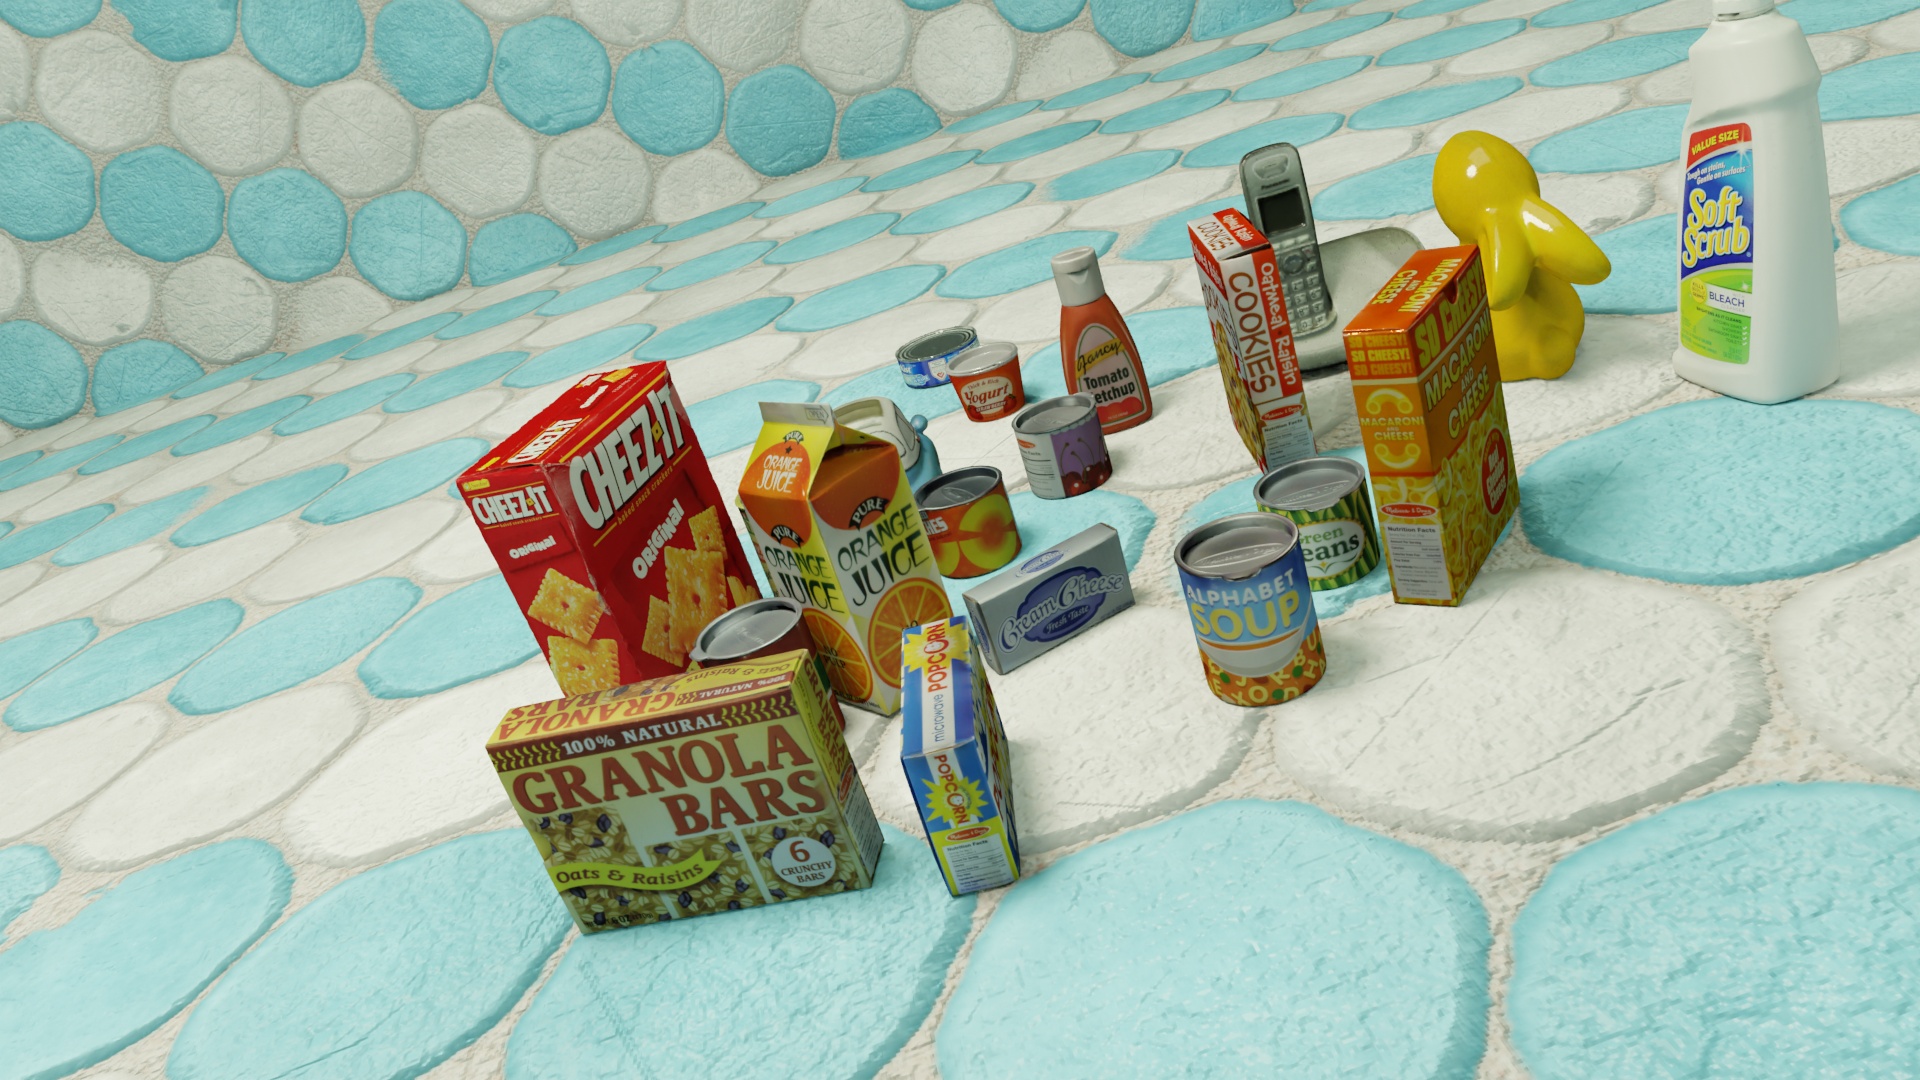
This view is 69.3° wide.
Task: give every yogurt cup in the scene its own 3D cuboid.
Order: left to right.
[{"bbox_3d":[0.025,-0.142,1.252,0.072,0.053,0.073,-15,24,7],"label":"yogurt cup"}]

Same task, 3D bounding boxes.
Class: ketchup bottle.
[{"bbox_3d":[0.108,-0.161,1.118,0.065,0.148,0.044,-17,24,4],"label":"ketchup bottle"}]

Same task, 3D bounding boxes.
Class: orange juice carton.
[{"bbox_3d":[-0.070,0.003,0.839,0.073,0.192,0.072,-35,29,-34],"label":"orange juice carton"}]

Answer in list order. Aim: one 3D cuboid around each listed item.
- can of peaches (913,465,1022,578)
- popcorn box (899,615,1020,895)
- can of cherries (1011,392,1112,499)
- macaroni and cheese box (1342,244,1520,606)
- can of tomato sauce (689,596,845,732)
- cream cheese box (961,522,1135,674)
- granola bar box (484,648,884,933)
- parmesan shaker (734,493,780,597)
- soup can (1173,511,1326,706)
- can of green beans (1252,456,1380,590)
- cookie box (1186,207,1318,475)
[{"bbox_3d":[0.004,-0.012,0.986,0.071,0.058,0.071,-15,24,7],"label":"can of peaches"},{"bbox_3d":[-0.001,0.105,0.704,0.038,0.085,0.127,-16,24,5],"label":"popcorn box"},{"bbox_3d":[0.080,-0.073,1.060,0.071,0.058,0.072,-15,24,7],"label":"can of cherries"},{"bbox_3d":[0.269,-0.066,0.780,0.040,0.165,0.124,2,31,38],"label":"macaroni and cheese box"},{"bbox_3d":[-0.113,0.087,0.825,0.071,0.082,0.071,-15,24,7],"label":"can of tomato sauce"},{"bbox_3d":[0.056,0.035,0.853,0.104,0.053,0.024,-26,25,-18],"label":"cream cheese box"},{"bbox_3d":[-0.137,0.129,0.700,0.165,0.123,0.039,-13,24,13],"label":"granola bar box"},{"bbox_3d":[-0.107,0.007,0.966,0.071,0.102,0.071,-15,24,7],"label":"parmesan shaker"},{"bbox_3d":[0.155,0.038,0.740,0.071,0.083,0.071,-15,24,7],"label":"soup can"},{"bbox_3d":[0.214,-0.010,0.833,0.071,0.057,0.071,-15,24,7],"label":"can of green beans"},{"bbox_3d":[0.207,-0.140,0.982,0.040,0.166,0.123,-16,24,5],"label":"cookie box"}]
